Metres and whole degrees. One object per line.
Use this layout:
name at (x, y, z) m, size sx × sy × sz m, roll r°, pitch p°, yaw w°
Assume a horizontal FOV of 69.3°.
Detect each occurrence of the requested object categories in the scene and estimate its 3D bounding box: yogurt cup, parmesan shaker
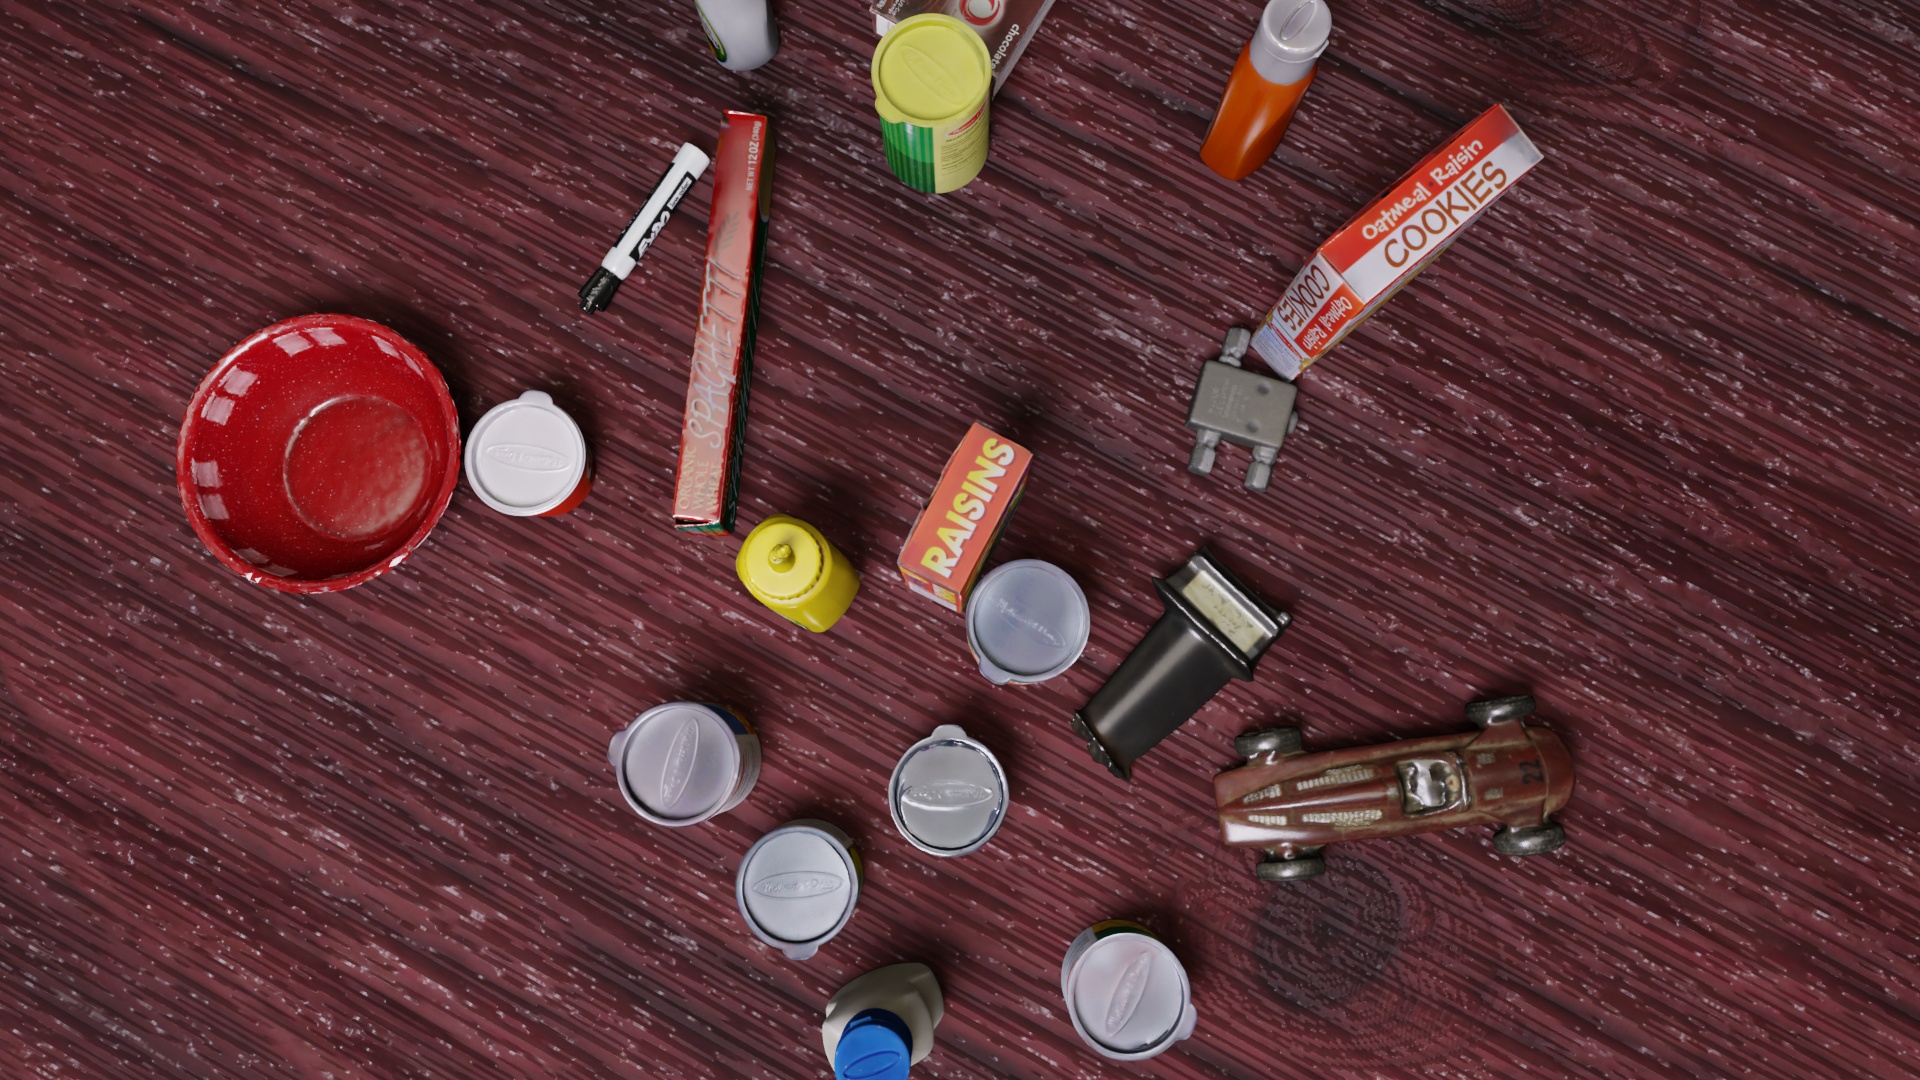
yogurt cup at (-0.246, -0.045, 0.809) m, size 0.072 × 0.054 × 0.072 m, roll 0°, pitch 82°, yaw 0°
parmesan shaker at (-0.018, -0.251, 0.814) m, size 0.071 × 0.103 × 0.071 m, roll 0°, pitch 83°, yaw 0°

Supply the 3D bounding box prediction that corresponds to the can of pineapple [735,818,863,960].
can of pineapple at (-0.089, 0.192, 0.775) m, size 0.071 × 0.058 × 0.071 m, roll 0°, pitch 82°, yaw 0°

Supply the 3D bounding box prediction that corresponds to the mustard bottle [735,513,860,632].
mustard bottle at (-0.091, 0.015, 0.748) m, size 0.065 × 0.160 × 0.049 m, roll 36°, pitch 84°, yaw 4°

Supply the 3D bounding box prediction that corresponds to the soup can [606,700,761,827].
soup can at (-0.151, 0.122, 0.772) m, size 0.071 × 0.083 × 0.071 m, roll 0°, pitch 83°, yaw 0°

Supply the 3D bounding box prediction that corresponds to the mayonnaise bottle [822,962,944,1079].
mayonnaise bottle at (-0.042, 0.254, 0.721) m, size 0.065 × 0.148 × 0.041 m, roll -19°, pitch 83°, yaw -2°

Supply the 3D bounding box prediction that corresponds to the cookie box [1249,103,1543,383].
cookie box at (0.233, -0.158, 0.770) m, size 0.123 × 0.167 × 0.040 m, roll -40°, pitch 84°, yaw -5°

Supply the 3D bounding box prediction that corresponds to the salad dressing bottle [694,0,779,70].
salad dressing bottle at (-0.136, -0.325, 0.801) m, size 0.044 × 0.147 × 0.064 m, roll -19°, pitch 83°, yaw -2°

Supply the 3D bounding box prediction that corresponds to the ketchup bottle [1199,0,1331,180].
ketchup bottle at (0.176, -0.260, 0.793) m, size 0.043 × 0.148 × 0.065 m, roll 37°, pitch 84°, yaw 4°

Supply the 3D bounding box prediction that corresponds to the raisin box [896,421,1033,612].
raisin box at (0.003, -0.010, 0.770) m, size 0.040 × 0.123 × 0.086 m, roll 28°, pitch 83°, yaw 3°

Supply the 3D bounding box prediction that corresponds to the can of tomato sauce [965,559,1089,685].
can of tomato sauce at (0.035, 0.050, 0.783) m, size 0.071 × 0.083 × 0.071 m, roll 0°, pitch 83°, yaw 0°

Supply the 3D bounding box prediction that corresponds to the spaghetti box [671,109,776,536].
spaghetti box at (-0.139, -0.127, 0.823) m, size 0.029 × 0.050 × 0.250 m, roll 5°, pitch 82°, yaw 1°

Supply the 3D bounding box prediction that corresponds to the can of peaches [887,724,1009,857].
can of peaches at (-0.006, 0.139, 0.783) m, size 0.071 × 0.058 × 0.071 m, roll 0°, pitch 82°, yaw 0°

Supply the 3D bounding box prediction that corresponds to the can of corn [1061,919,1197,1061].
can of corn at (0.092, 0.248, 0.768) m, size 0.071 × 0.058 × 0.071 m, roll 0°, pitch 82°, yaw 0°
